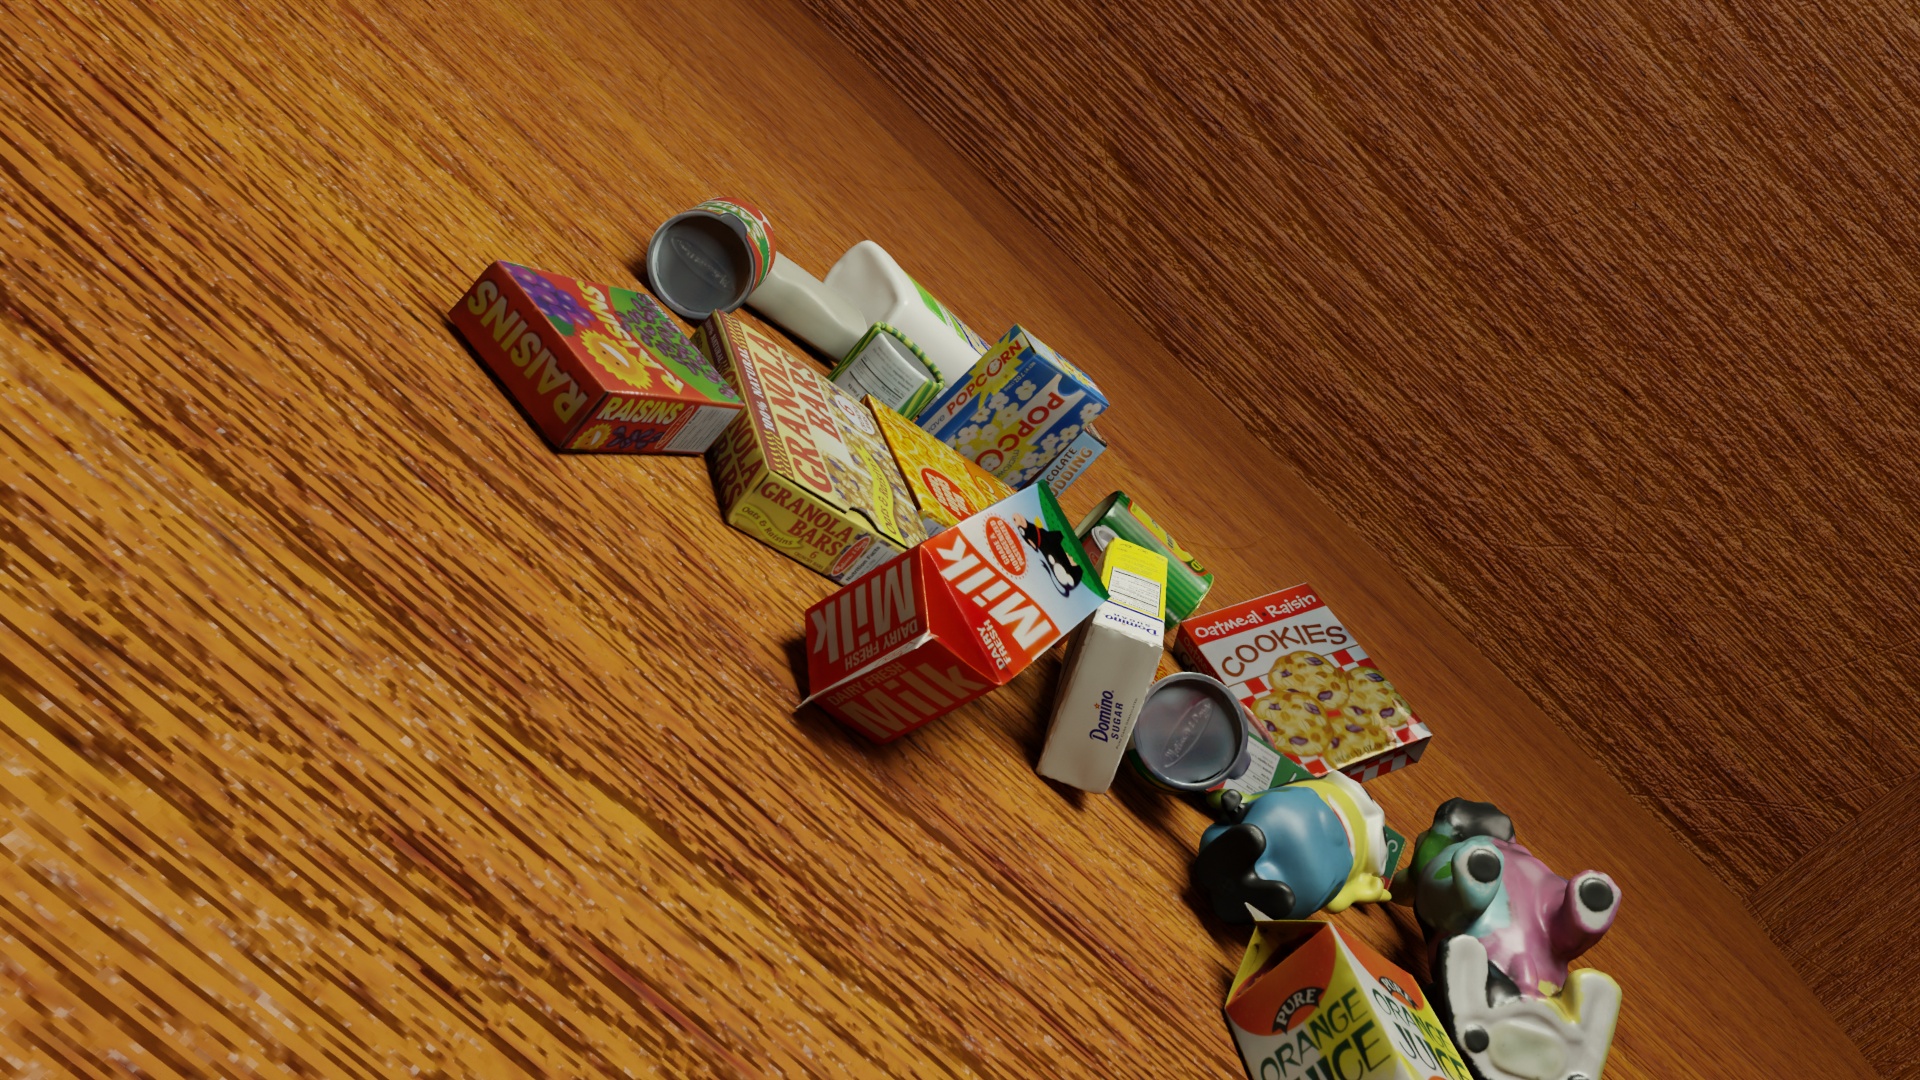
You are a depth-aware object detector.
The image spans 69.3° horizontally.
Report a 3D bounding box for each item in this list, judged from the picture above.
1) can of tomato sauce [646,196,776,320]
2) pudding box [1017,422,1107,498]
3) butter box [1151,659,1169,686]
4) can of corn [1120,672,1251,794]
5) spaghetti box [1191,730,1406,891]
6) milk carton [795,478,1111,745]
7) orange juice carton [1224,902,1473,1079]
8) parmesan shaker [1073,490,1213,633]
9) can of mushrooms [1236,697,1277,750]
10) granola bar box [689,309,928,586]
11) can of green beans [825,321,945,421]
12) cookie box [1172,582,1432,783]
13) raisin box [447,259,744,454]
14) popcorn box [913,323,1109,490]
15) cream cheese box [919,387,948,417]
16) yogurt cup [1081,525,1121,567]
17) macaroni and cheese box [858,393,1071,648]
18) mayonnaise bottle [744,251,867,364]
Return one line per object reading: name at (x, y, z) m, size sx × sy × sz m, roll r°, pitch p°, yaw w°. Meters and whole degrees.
can of tomato sauce at (-0.154, -0.181, 0.877) m, size 0.071 × 0.071 × 0.083 m, roll 41°, pitch 16°, yaw -12°
pudding box at (0.073, -0.065, 1.109) m, size 0.030 × 0.083 × 0.050 m, roll 34°, pitch 20°, yaw -32°
butter box at (0.126, 0.103, 0.936) m, size 0.053 × 0.024 × 0.104 m, roll 33°, pitch 20°, yaw -35°
can of corn at (0.129, 0.115, 0.806) m, size 0.071 × 0.071 × 0.058 m, roll 46°, pitch -13°, yaw 6°
spaghetti box at (0.209, 0.171, 0.913) m, size 0.250 × 0.050 × 0.028 m, roll 34°, pitch -17°, yaw -31°
milk carton at (-0.004, 0.035, 0.652) m, size 0.073 × 0.072 × 0.191 m, roll 60°, pitch 29°, yaw 1°
orange juice carton at (0.185, 0.249, 0.636) m, size 0.071 × 0.073 × 0.193 m, roll 36°, pitch 18°, yaw -28°
parmesan shaker at (0.141, 0.017, 1.099) m, size 0.103 × 0.071 × 0.071 m, roll 43°, pitch 16°, yaw -6°
can of mushrooms at (0.193, 0.140, 0.989) m, size 0.071 × 0.033 × 0.071 m, roll 40°, pitch 16°, yaw -14°
granola bar box at (-0.085, -0.046, 0.769) m, size 0.124 × 0.039 × 0.166 m, roll 32°, pitch 21°, yaw -37°
can of green beans at (-0.053, -0.109, 0.963) m, size 0.071 × 0.057 × 0.071 m, roll 40°, pitch 17°, yaw -15°
cookie box at (0.259, 0.116, 1.071) m, size 0.123 × 0.040 × 0.168 m, roll -15°, pitch 48°, yaw -20°
raisin box at (-0.169, -0.084, 0.661) m, size 0.086 × 0.040 × 0.123 m, roll 49°, pitch 16°, yaw 11°
popcorn box at (0.027, -0.079, 0.959) m, size 0.085 × 0.126 × 0.038 m, roll 29°, pitch 26°, yaw -42°
cream cheese box at (-0.001, -0.084, 1.084) m, size 0.053 × 0.024 × 0.104 m, roll 24°, pitch 26°, yaw -49°
yogurt cup at (0.103, 0.032, 0.998) m, size 0.072 × 0.054 × 0.073 m, roll 40°, pitch 17°, yaw -15°
macaroni and cheese box at (0.003, -0.011, 0.891) m, size 0.166 × 0.040 × 0.124 m, roll 30°, pitch 23°, yaw -39°
mayonnaise bottle at (-0.133, -0.180, 0.977) m, size 0.148 × 0.041 × 0.065 m, roll 30°, pitch 20°, yaw -38°
